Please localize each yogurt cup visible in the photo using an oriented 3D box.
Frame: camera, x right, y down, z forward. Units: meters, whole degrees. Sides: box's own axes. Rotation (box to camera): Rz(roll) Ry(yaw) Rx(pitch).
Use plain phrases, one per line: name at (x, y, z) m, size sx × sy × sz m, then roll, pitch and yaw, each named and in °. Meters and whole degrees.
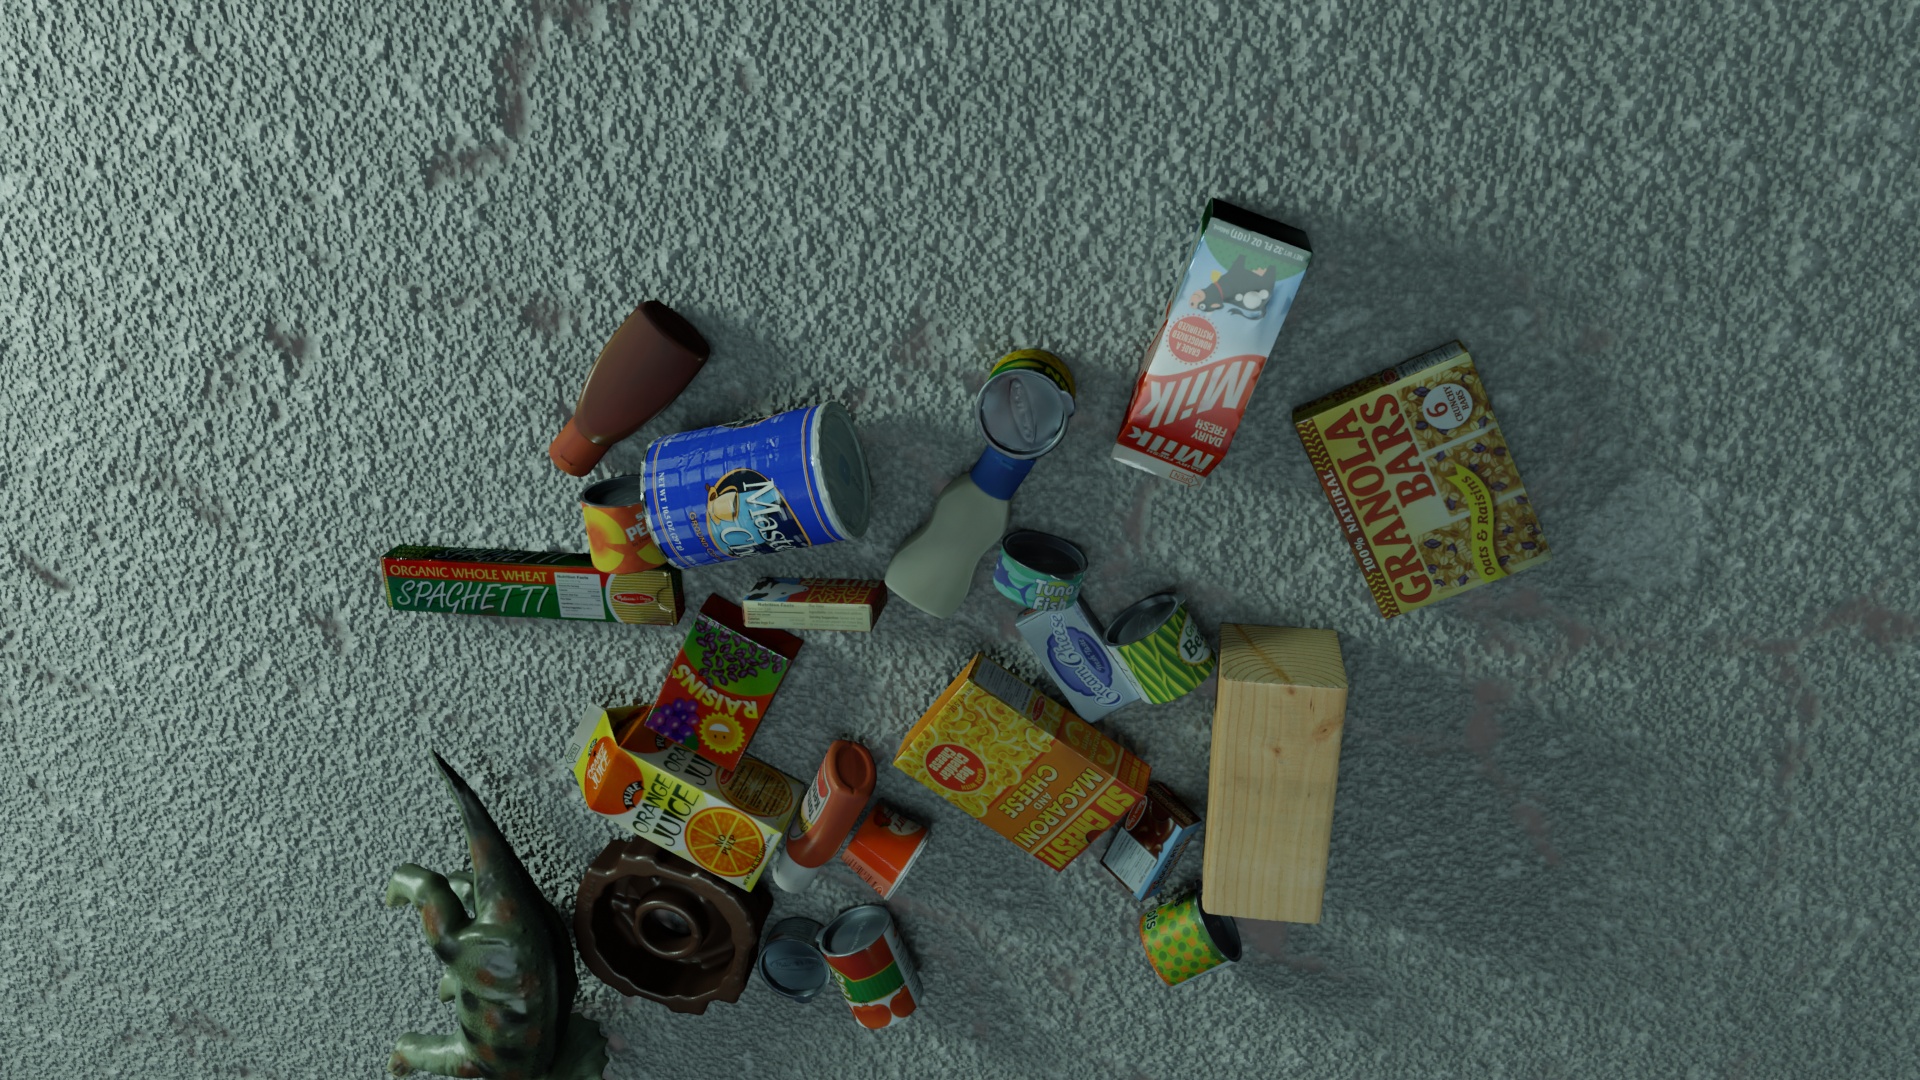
yogurt cup at (-0.063, 0.256, 1.157) m, size 0.054 × 0.073 × 0.072 m, roll 34°, pitch 115°, yaw 4°

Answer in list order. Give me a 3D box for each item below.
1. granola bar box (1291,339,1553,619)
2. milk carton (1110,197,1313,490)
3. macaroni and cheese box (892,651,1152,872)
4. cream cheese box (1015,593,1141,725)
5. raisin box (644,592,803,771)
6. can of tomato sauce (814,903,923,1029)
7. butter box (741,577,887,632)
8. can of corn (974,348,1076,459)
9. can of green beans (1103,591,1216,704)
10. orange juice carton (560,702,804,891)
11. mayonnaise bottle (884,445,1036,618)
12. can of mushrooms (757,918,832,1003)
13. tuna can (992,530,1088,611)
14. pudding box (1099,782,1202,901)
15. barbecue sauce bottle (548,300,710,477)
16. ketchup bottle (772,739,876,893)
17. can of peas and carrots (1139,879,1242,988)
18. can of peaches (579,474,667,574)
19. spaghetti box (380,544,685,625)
granola bar box at (0.323, -0.041, 0.976) m, size 0.124 × 0.039 × 0.165 m, roll -23°, pitch 107°, yaw 18°
milk carton at (0.168, -0.127, 0.948) m, size 0.072 × 0.074 × 0.189 m, roll 21°, pitch 115°, yaw 0°
macaroni and cheese box at (0.048, 0.180, 1.104) m, size 0.166 × 0.040 × 0.123 m, roll 34°, pitch 127°, yaw -5°
cream cheese box at (0.093, 0.090, 1.079) m, size 0.053 × 0.024 × 0.103 m, roll -30°, pitch 105°, yaw 21°
raisin box at (-0.194, 0.116, 1.133) m, size 0.086 × 0.040 × 0.123 m, roll 28°, pitch 113°, yaw -3°
can of tomato sauce at (-0.078, 0.370, 1.204) m, size 0.071 × 0.071 × 0.083 m, roll -16°, pitch 110°, yaw 16°
butter box at (-0.113, 0.049, 1.083) m, size 0.103 × 0.053 × 0.024 m, roll 1°, pitch 110°, yaw 9°
can of corn at (0.050, -0.099, 0.989) m, size 0.071 × 0.058 × 0.071 m, roll 4°, pitch 113°, yaw 9°
can of green beans at (0.150, 0.081, 1.043) m, size 0.071 × 0.071 × 0.057 m, roll -29°, pitch 106°, yaw 20°
orange juice carton at (-0.236, 0.205, 1.158) m, size 0.193 × 0.073 × 0.071 m, roll 28°, pitch 115°, yaw -2°
mayonnaise bottle at (0.004, -0.013, 1.043) m, size 0.065 × 0.041 × 0.147 m, roll 32°, pitch 113°, yaw -6°
can of mushrooms at (-0.144, 0.373, 1.236) m, size 0.071 × 0.033 × 0.070 m, roll 3°, pitch 113°, yaw 8°
tuna can at (0.060, 0.024, 1.032) m, size 0.071 × 0.071 × 0.032 m, roll 16°, pitch 116°, yaw 3°
pudding box at (0.153, 0.243, 1.119) m, size 0.050 × 0.030 × 0.083 m, roll 41°, pitch 120°, yaw 32°
barbecue sauce bottle at (-0.255, -0.109, 1.046) m, size 0.065 × 0.044 × 0.148 m, roll 42°, pitch 114°, yaw -8°
ketchup bottle at (-0.116, 0.236, 1.160) m, size 0.043 × 0.065 × 0.148 m, roll 16°, pitch 125°, yaw -18°
can of peas and carrots at (0.187, 0.323, 1.140) m, size 0.058 × 0.071 × 0.071 m, roll -33°, pitch 104°, yaw 21°
can of peaches at (-0.254, -0.012, 1.072) m, size 0.071 × 0.071 × 0.057 m, roll 0°, pitch 114°, yaw 10°
spaghetti box at (-0.348, 0.036, 1.131) m, size 0.250 × 0.029 × 0.050 m, roll 3°, pitch 113°, yaw 9°
